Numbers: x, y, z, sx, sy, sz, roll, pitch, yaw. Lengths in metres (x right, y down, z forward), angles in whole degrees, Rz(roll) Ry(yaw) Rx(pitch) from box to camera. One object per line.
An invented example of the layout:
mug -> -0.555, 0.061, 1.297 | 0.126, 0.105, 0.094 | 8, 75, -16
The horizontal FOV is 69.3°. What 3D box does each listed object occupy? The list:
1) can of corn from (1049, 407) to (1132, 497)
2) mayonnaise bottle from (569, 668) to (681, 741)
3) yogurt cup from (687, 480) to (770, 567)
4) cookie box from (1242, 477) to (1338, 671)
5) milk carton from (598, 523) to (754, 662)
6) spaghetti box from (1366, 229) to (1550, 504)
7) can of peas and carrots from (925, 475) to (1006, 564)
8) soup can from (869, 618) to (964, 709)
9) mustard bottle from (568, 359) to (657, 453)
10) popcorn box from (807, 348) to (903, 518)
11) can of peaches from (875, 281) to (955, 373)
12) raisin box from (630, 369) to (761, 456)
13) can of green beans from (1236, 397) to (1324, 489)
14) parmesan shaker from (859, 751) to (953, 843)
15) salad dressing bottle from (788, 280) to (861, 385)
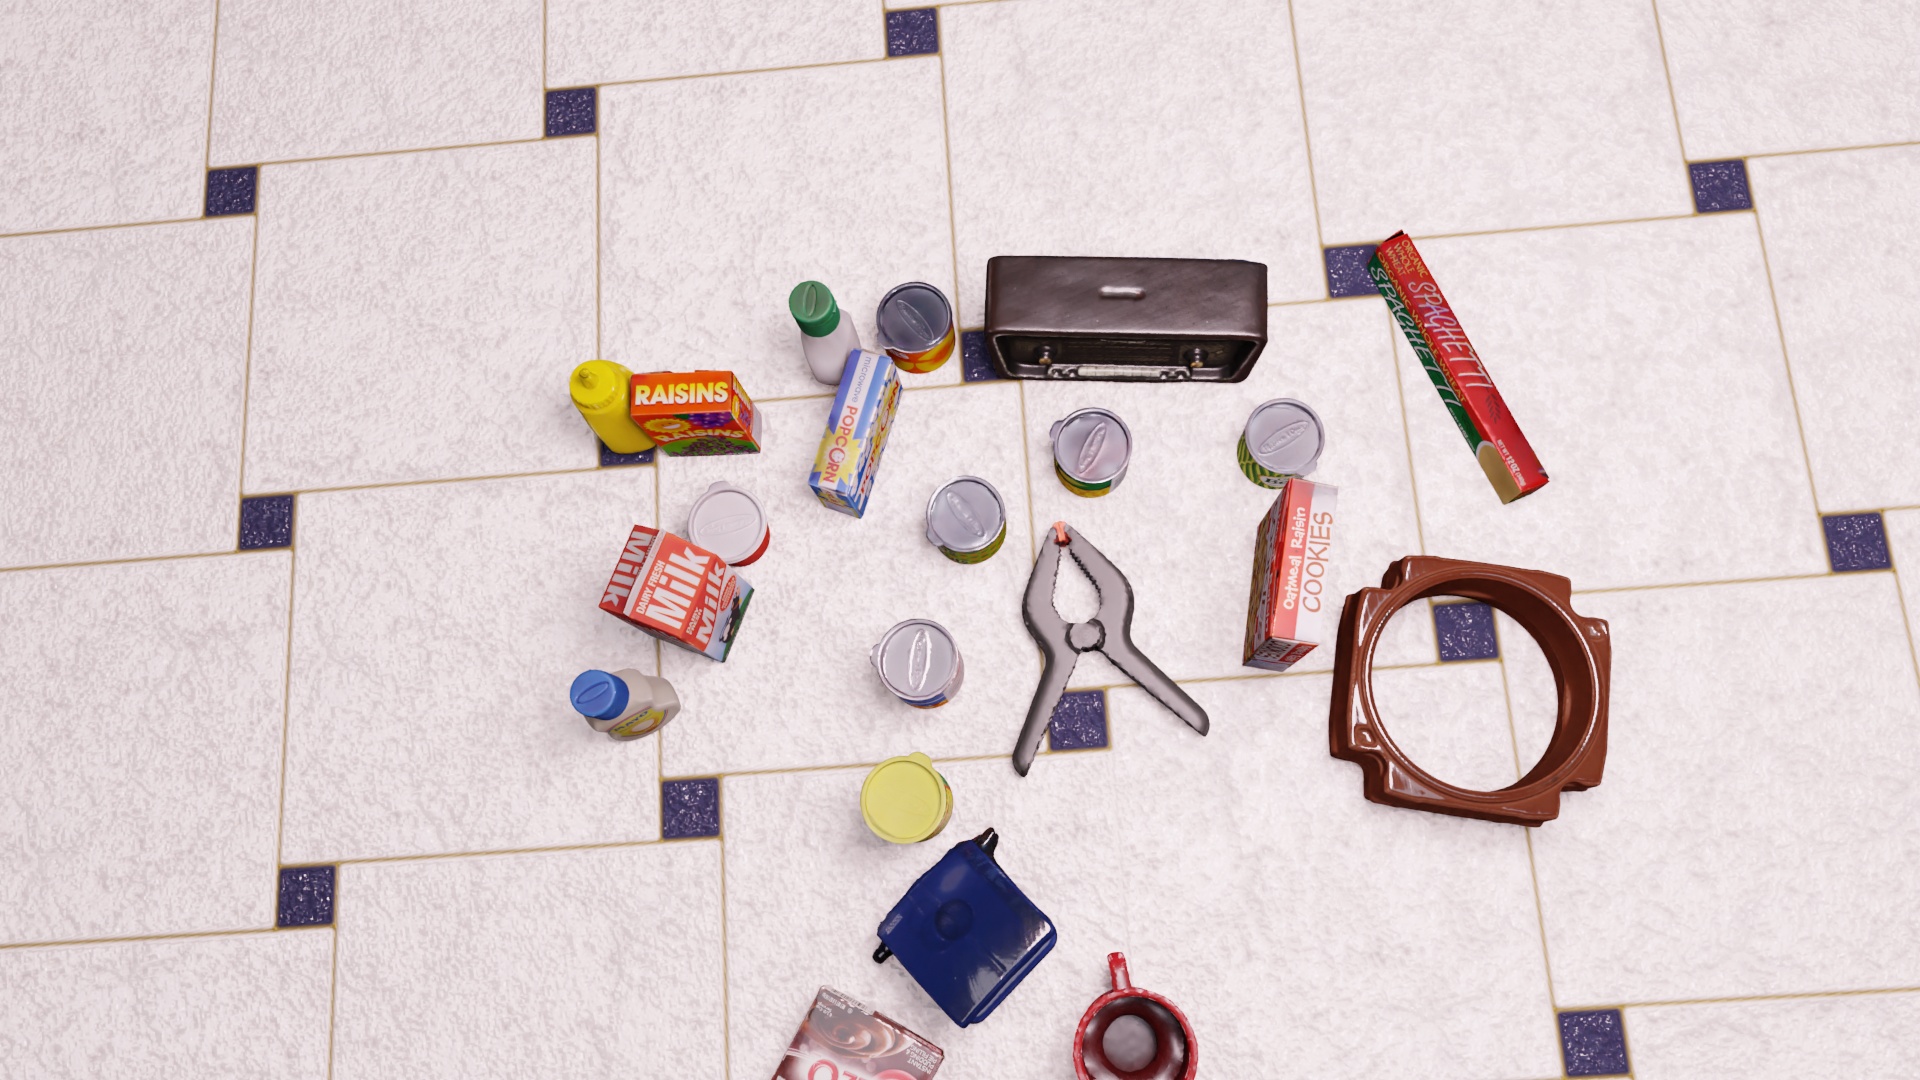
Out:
can of corn -> 0.110, -0.075, 1.188 | 0.071, 0.058, 0.071 | -1, 77, 3
mayonnaise bottle -> -0.273, 0.131, 1.119 | 0.065, 0.148, 0.041 | -30, 78, -3
yogurt cup -> -0.195, -0.009, 1.194 | 0.072, 0.054, 0.072 | -1, 77, 3
cookie box -> 0.257, 0.032, 1.098 | 0.040, 0.167, 0.123 | 8, 78, 5
milk carton -> -0.229, 0.042, 1.114 | 0.073, 0.190, 0.072 | 19, 80, 8
spaghetti box -> 0.422, -0.149, 1.189 | 0.029, 0.050, 0.250 | -25, 77, -2
can of peas and carrots -> 0.004, -0.015, 1.180 | 0.071, 0.058, 0.071 | -1, 77, 3
soup can -> -0.034, 0.102, 1.143 | 0.071, 0.083, 0.071 | -1, 78, 4
mustard bottle -> -0.296, -0.120, 1.171 | 0.049, 0.160, 0.065 | -13, 77, 1
popcorn box -> -0.088, -0.091, 1.190 | 0.038, 0.085, 0.127 | 16, 79, 7
can of peaches -> -0.040, -0.185, 1.222 | 0.071, 0.058, 0.071 | -1, 77, 3
raisin box -> -0.222, -0.107, 1.182 | 0.086, 0.123, 0.040 | -1, 78, 3
can of green beans -> 0.271, -0.081, 1.179 | 0.071, 0.057, 0.071 | -1, 77, 3
parmesan shaker -> -0.039, 0.206, 1.110 | 0.071, 0.103, 0.071 | -1, 78, 4
salad dressing bottle -> -0.115, -0.177, 1.179 | 0.044, 0.147, 0.064 | 5, 78, 5
